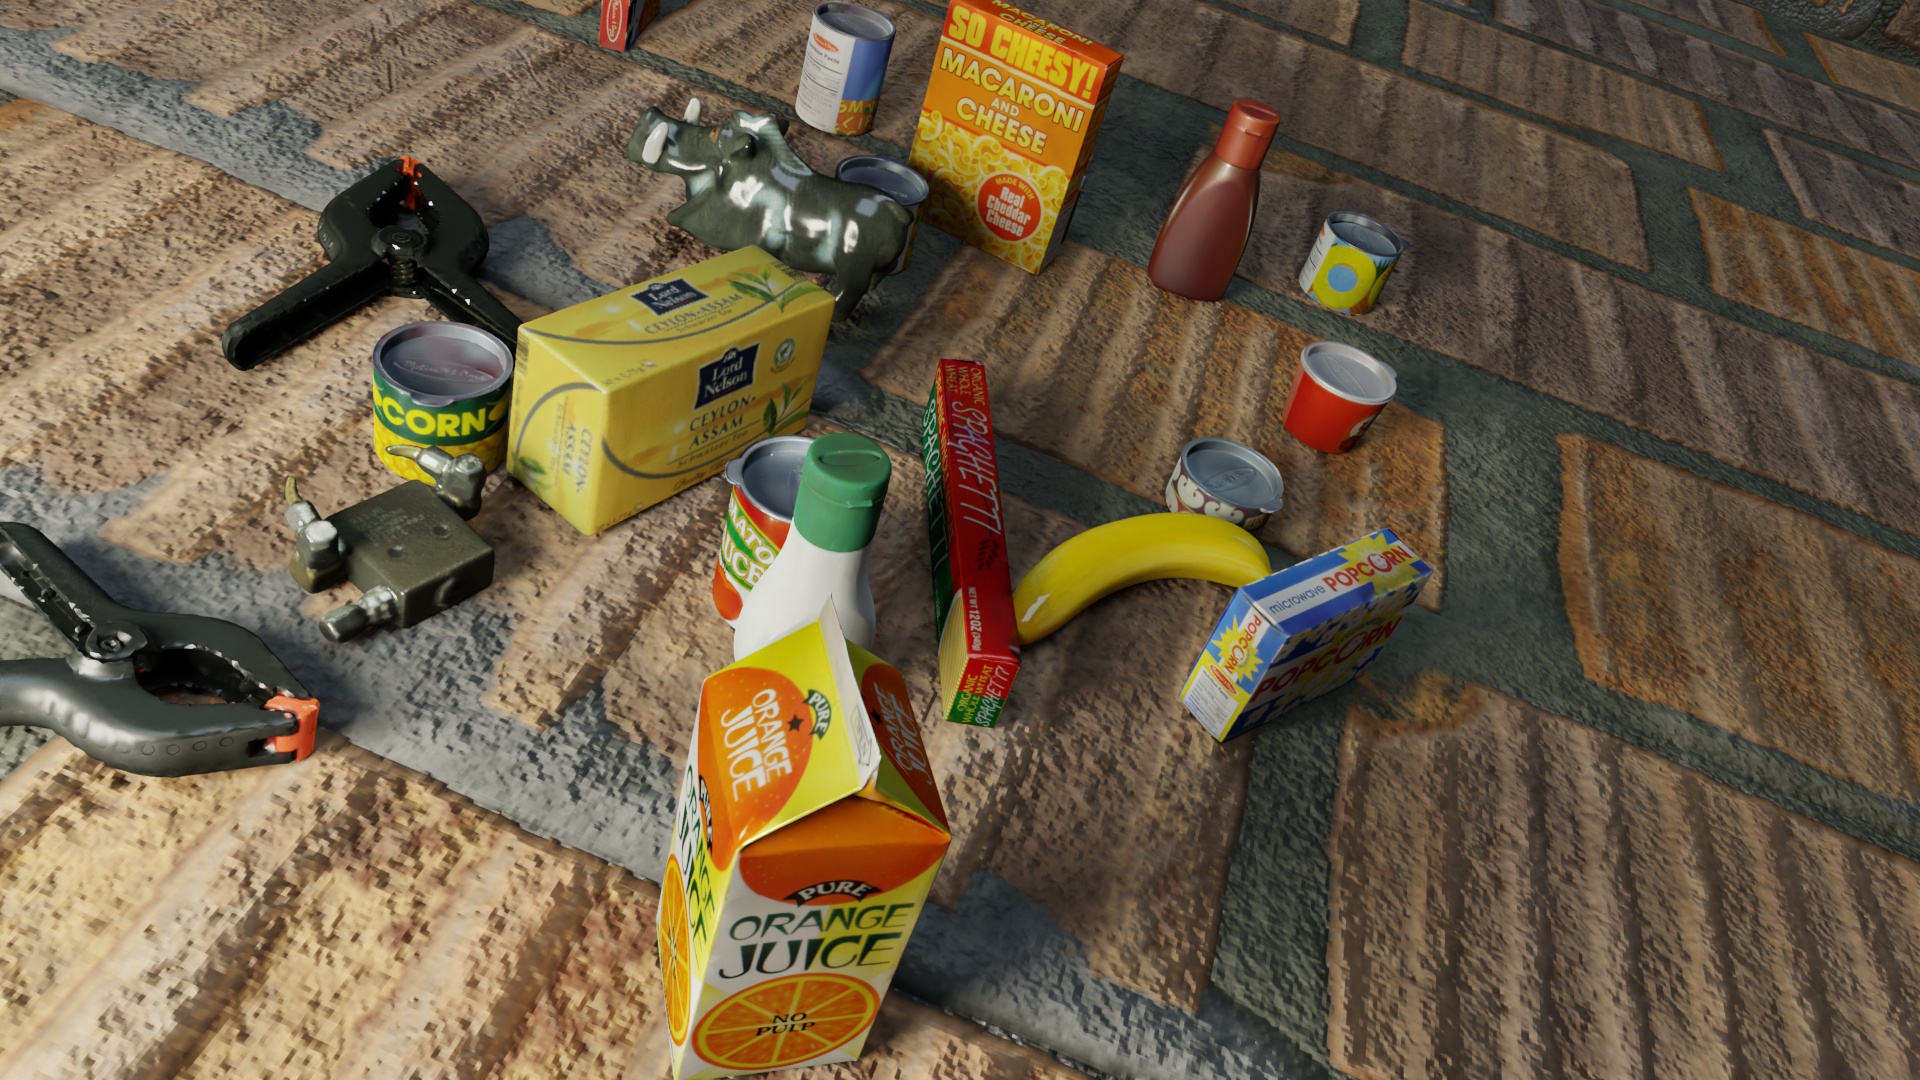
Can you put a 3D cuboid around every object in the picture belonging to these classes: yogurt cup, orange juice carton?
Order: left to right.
[{"bbox_3d":[-0.057,0.109,0.488,0.073,0.191,0.072,1,43,-21],"label":"orange juice carton"},{"bbox_3d":[0.256,-0.096,0.954,0.072,0.053,0.073,11,40,-10],"label":"yogurt cup"}]

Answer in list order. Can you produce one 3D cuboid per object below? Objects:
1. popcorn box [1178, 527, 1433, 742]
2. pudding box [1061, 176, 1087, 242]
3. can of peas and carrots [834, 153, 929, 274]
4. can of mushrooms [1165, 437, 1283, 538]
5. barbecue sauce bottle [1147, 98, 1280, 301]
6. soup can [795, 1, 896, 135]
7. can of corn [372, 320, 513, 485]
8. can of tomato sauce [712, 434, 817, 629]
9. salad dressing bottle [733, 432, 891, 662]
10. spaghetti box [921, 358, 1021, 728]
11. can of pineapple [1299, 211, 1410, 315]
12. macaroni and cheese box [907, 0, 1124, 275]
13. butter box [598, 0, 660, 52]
[{"bbox_3d":[0.183,0.049,0.735,0.127,0.084,0.038,-18,52,-36],"label":"popcorn box"},{"bbox_3d":[0.050,-0.269,1.072,0.084,0.049,0.030,21,40,2],"label":"pudding box"},{"bbox_3d":[-0.061,-0.230,0.976,0.071,0.058,0.071,11,40,-10],"label":"can of peas and carrots"},{"bbox_3d":[0.164,-0.029,0.856,0.071,0.033,0.071,11,40,-10],"label":"can of mushrooms"},{"bbox_3d":[0.192,-0.251,1.031,0.065,0.147,0.044,16,40,-4],"label":"barbecue sauce bottle"},{"bbox_3d":[-0.091,-0.378,1.113,0.071,0.083,0.072,11,40,-10],"label":"soup can"},{"bbox_3d":[-0.266,-0.069,0.711,0.071,0.058,0.071,11,40,-10],"label":"can of corn"},{"bbox_3d":[-0.086,0.000,0.685,0.071,0.082,0.071,11,40,-10],"label":"can of tomato sauce"},{"bbox_3d":[-0.063,0.019,0.623,0.064,0.146,0.044,-5,45,-26],"label":"salad dressing bottle"},{"bbox_3d":[0.003,-0.009,0.757,0.029,0.049,0.251,9,41,-13],"label":"spaghetti box"},{"bbox_3d":[0.316,-0.222,1.118,0.071,0.057,0.071,11,40,-10],"label":"can of pineapple"},{"bbox_3d":[0.032,-0.293,1.001,0.124,0.165,0.040,28,40,10],"label":"macaroni and cheese box"},{"bbox_3d":[-0.270,-0.447,1.145,0.024,0.052,0.104,16,40,-4],"label":"butter box"}]
